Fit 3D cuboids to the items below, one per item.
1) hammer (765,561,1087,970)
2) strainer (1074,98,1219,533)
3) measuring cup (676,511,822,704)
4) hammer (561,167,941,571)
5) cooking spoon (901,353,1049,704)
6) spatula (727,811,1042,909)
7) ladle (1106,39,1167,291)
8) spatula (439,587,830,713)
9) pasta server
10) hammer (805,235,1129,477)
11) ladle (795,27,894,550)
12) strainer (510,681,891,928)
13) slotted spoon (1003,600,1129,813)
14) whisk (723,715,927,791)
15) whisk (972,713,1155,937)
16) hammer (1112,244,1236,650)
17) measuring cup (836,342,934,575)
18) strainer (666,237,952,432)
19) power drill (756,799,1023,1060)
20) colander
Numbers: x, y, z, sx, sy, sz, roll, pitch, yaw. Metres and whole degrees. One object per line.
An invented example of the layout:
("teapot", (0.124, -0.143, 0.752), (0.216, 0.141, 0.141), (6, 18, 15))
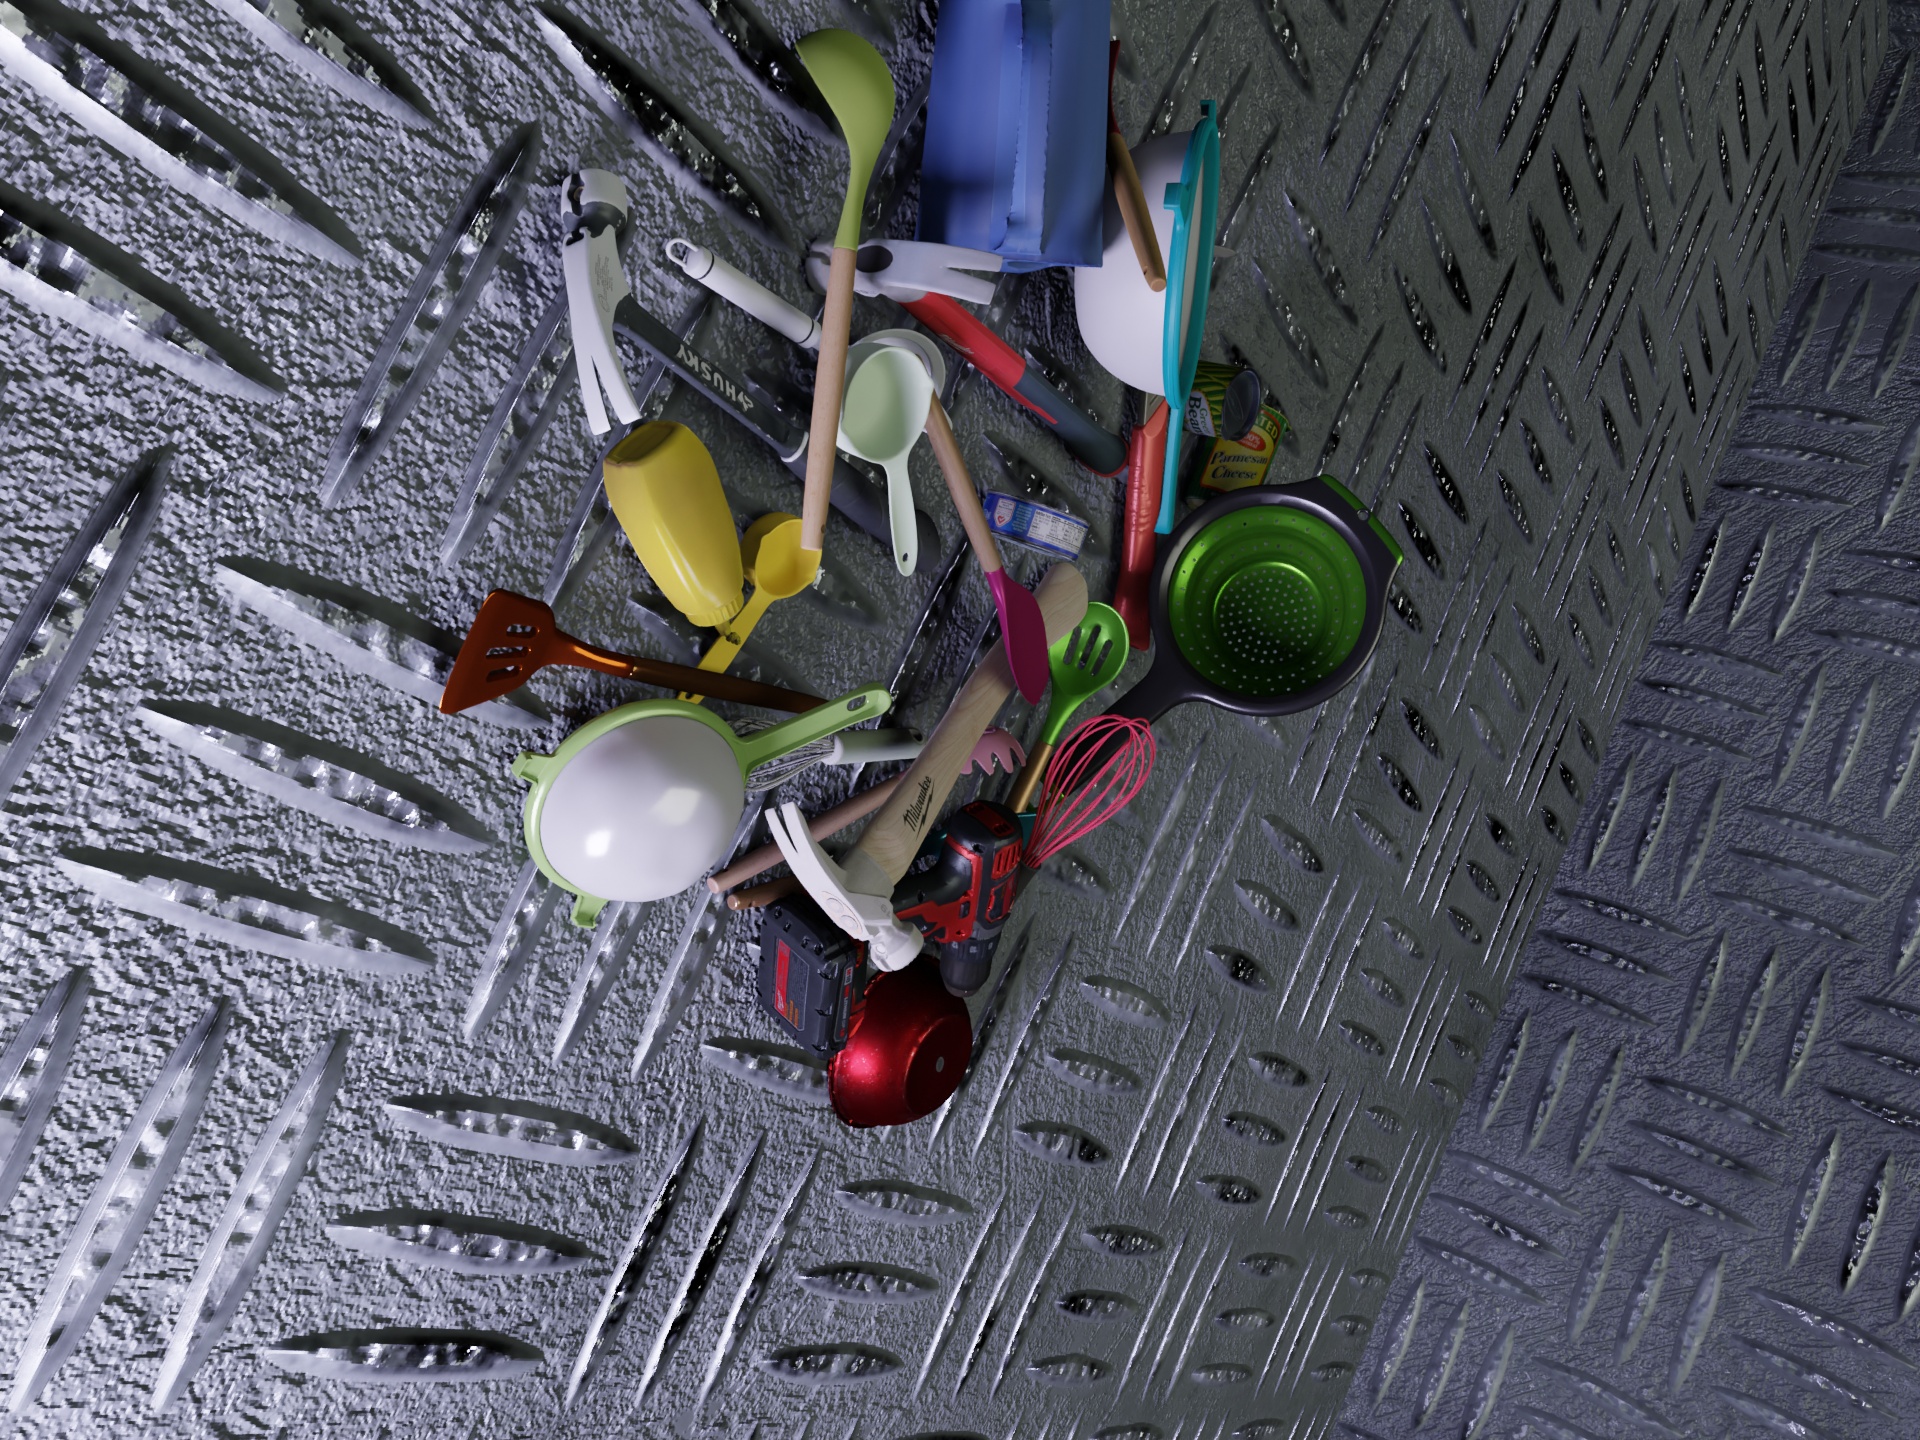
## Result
("hammer", (-0.002, -0.004, 1.224), (0.146, 0.038, 0.411), (53, 45, -20))
("strainer", (0.136, -0.297, 1.244), (0.211, 0.095, 0.340), (-68, 163, -48))
("measuring cup", (-0.153, -0.074, 1.077), (0.156, 0.029, 0.062), (-55, 142, -2))
("hammer", (-0.115, -0.180, 1.024), (0.408, 0.036, 0.149), (31, 48, -58))
("cooking spoon", (0.016, -0.133, 1.170), (0.069, 0.017, 0.318), (-65, 145, -37))
("spatula", (-0.057, 0.120, 1.268), (0.317, 0.044, 0.082), (-10, 131, -49))
("ladle", (0.111, -0.389, 1.109), (0.031, 0.316, 0.069), (11, 135, -18))
("spatula", (-0.190, -0.026, 1.017), (0.322, 0.041, 0.081), (12, 109, -50))
("pasta server", (-0.067, 0.067, 1.235), (0.316, 0.060, 0.040), (-28, 115, -39))
("hammer", (0.050, -0.254, 1.170), (0.386, 0.143, 0.038), (21, 85, -59))
("ladle", (-0.086, -0.267, 0.992), (0.078, 0.062, 0.320), (-3, 100, -74))
("strainer", (-0.147, 0.045, 1.022), (0.256, 0.069, 0.151), (-25, 133, -19))
("slotted spoon", (0.061, 0.042, 1.390), (0.314, 0.070, 0.031), (-65, 173, 1))
("whisk", (-0.102, 0.022, 1.169), (0.059, 0.058, 0.246), (-46, 157, 27))
("whisk", (0.067, 0.102, 1.318), (0.073, 0.073, 0.295), (-10, 141, -51))
("hammer", (0.170, -0.236, 1.402), (0.149, 0.037, 0.358), (-20, 122, -41))
("measuring cup", (-0.055, -0.174, 1.071), (0.083, 0.038, 0.167), (-34, 133, -32))
("strainer", (-0.096, -0.254, 1.047), (0.087, 0.050, 0.258), (-44, 143, 19))
("power drill", (-0.046, 0.177, 1.249), (0.226, 0.080, 0.187), (-24, 136, -37))
("colander", (0.212, -0.048, 1.429), (0.397, 0.204, 0.094), (-41, 167, 5))
